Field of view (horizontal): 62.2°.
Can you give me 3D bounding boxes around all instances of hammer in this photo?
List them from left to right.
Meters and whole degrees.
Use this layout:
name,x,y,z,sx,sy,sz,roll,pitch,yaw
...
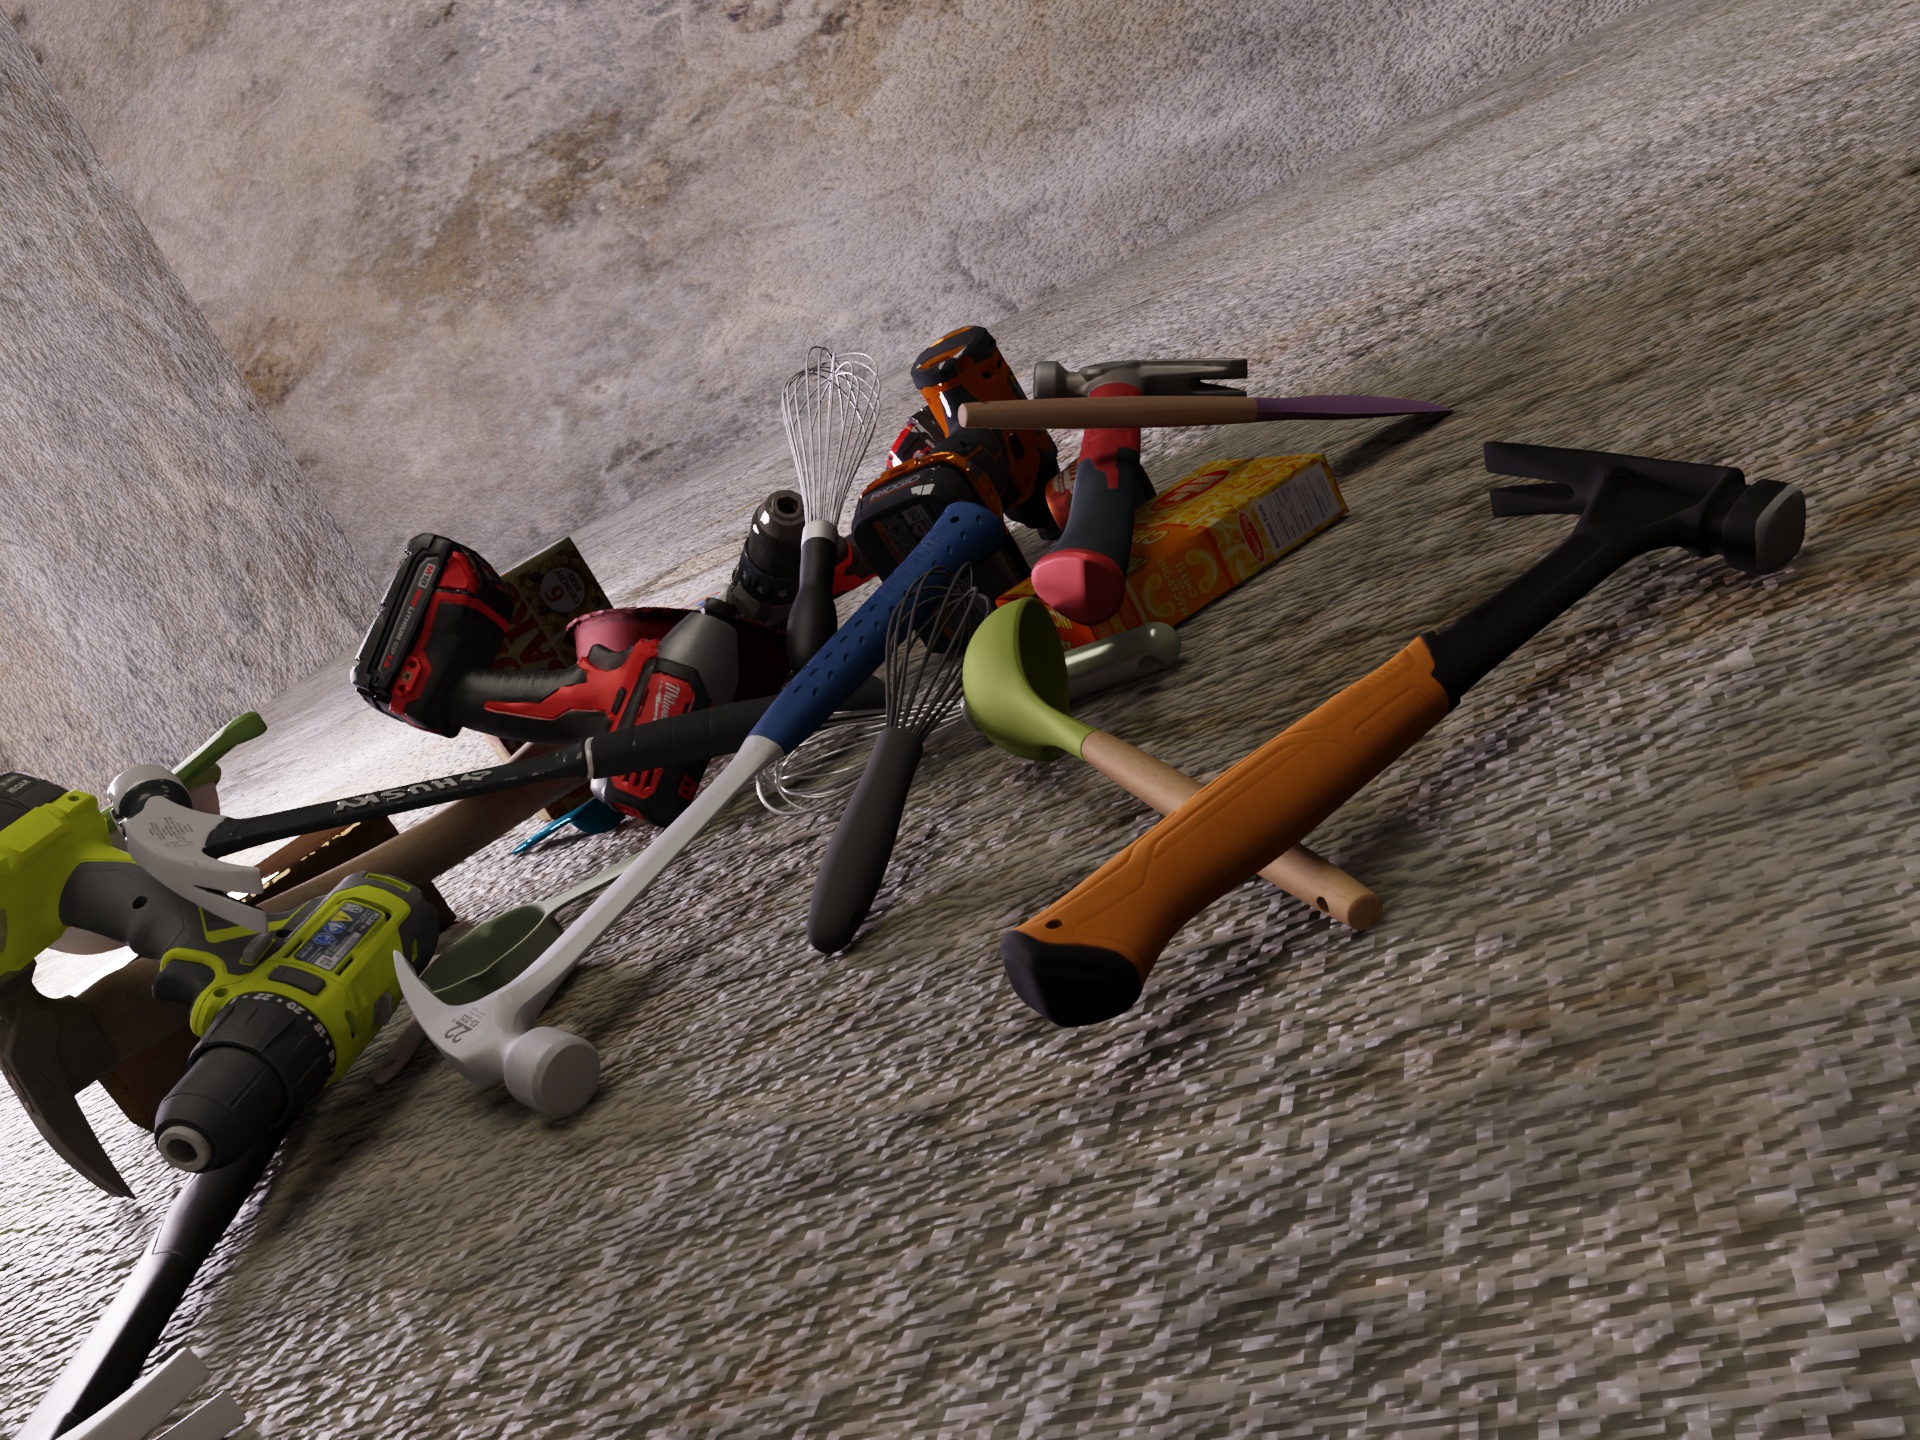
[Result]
name,x,y,z,sx,sy,sz,roll,pitch,yaw
hammer,-0.335,0.228,0.688,0.146,0.035,0.335,-28,17,3
hammer,-0.356,0.108,0.952,0.038,0.146,0.410,-14,15,45
hammer,-0.210,0.024,0.837,0.409,0.036,0.149,-13,26,-35
hammer,-0.109,0.019,0.795,0.144,0.035,0.405,9,46,40
hammer,0.100,-0.146,0.910,0.143,0.038,0.387,0,26,7
hammer,0.141,-0.007,0.544,0.337,0.034,0.127,-34,33,-26

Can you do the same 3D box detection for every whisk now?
name,x,y,z,sx,sy,sz,roll,pitch,yaw
whisk,-0.085,-0.137,1.003,0.070,0.070,0.285,-21,47,24
whisk,-0.028,0.010,0.745,0.055,0.055,0.239,-17,37,34
whisk,-0.001,-0.003,0.828,0.246,0.057,0.059,-19,53,20

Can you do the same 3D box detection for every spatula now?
name,x,y,z,sx,sy,sz,roll,pitch,yaw
spatula,0.144,-0.178,0.913,0.315,0.018,0.060,-6,20,-24

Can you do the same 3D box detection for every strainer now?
name,x,y,z,sx,sy,sz,roll,pitch,yaw
strainer,-0.455,0.072,0.918,0.256,0.069,0.151,-29,9,34

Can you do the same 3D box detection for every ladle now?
name,x,y,z,sx,sy,sz,roll,pitch,yaw
ladle,0.077,0.014,0.635,0.062,0.078,0.320,-22,22,-15

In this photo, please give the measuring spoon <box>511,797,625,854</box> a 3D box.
name,x,y,z,sx,sy,sz,roll,pitch,yaw
measuring spoon,-0.259,0.074,1.057,0.128,0.021,0.042,-26,16,41

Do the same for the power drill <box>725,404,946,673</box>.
name,x,y,z,sx,sy,sz,roll,pitch,yaw
power drill,-0.076,-0.138,1.151,0.227,0.080,0.187,-38,-15,-28

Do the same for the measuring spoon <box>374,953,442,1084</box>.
name,x,y,z,sx,sy,sz,roll,pitch,yaw
measuring spoon,-0.296,0.158,0.858,0.034,0.018,0.124,-26,18,6

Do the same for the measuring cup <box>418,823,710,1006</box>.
name,x,y,z,sx,sy,sz,roll,pitch,yaw
measuring cup,-0.196,0.107,0.818,0.167,0.038,0.083,-30,17,-11

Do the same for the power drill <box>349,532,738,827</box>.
name,x,y,z,sx,sy,sz,roll,pitch,yaw
power drill,-0.245,-0.033,0.981,0.078,0.220,0.143,64,-134,-74

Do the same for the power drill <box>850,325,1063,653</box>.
name,x,y,z,sx,sy,sz,roll,pitch,yaw
power drill,0.014,-0.145,1.056,0.084,0.164,0.227,-19,31,26

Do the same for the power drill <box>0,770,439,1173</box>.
name,x,y,z,sx,sy,sz,roll,pitch,yaw
power drill,-0.391,0.118,0.759,0.228,0.080,0.191,18,26,1
